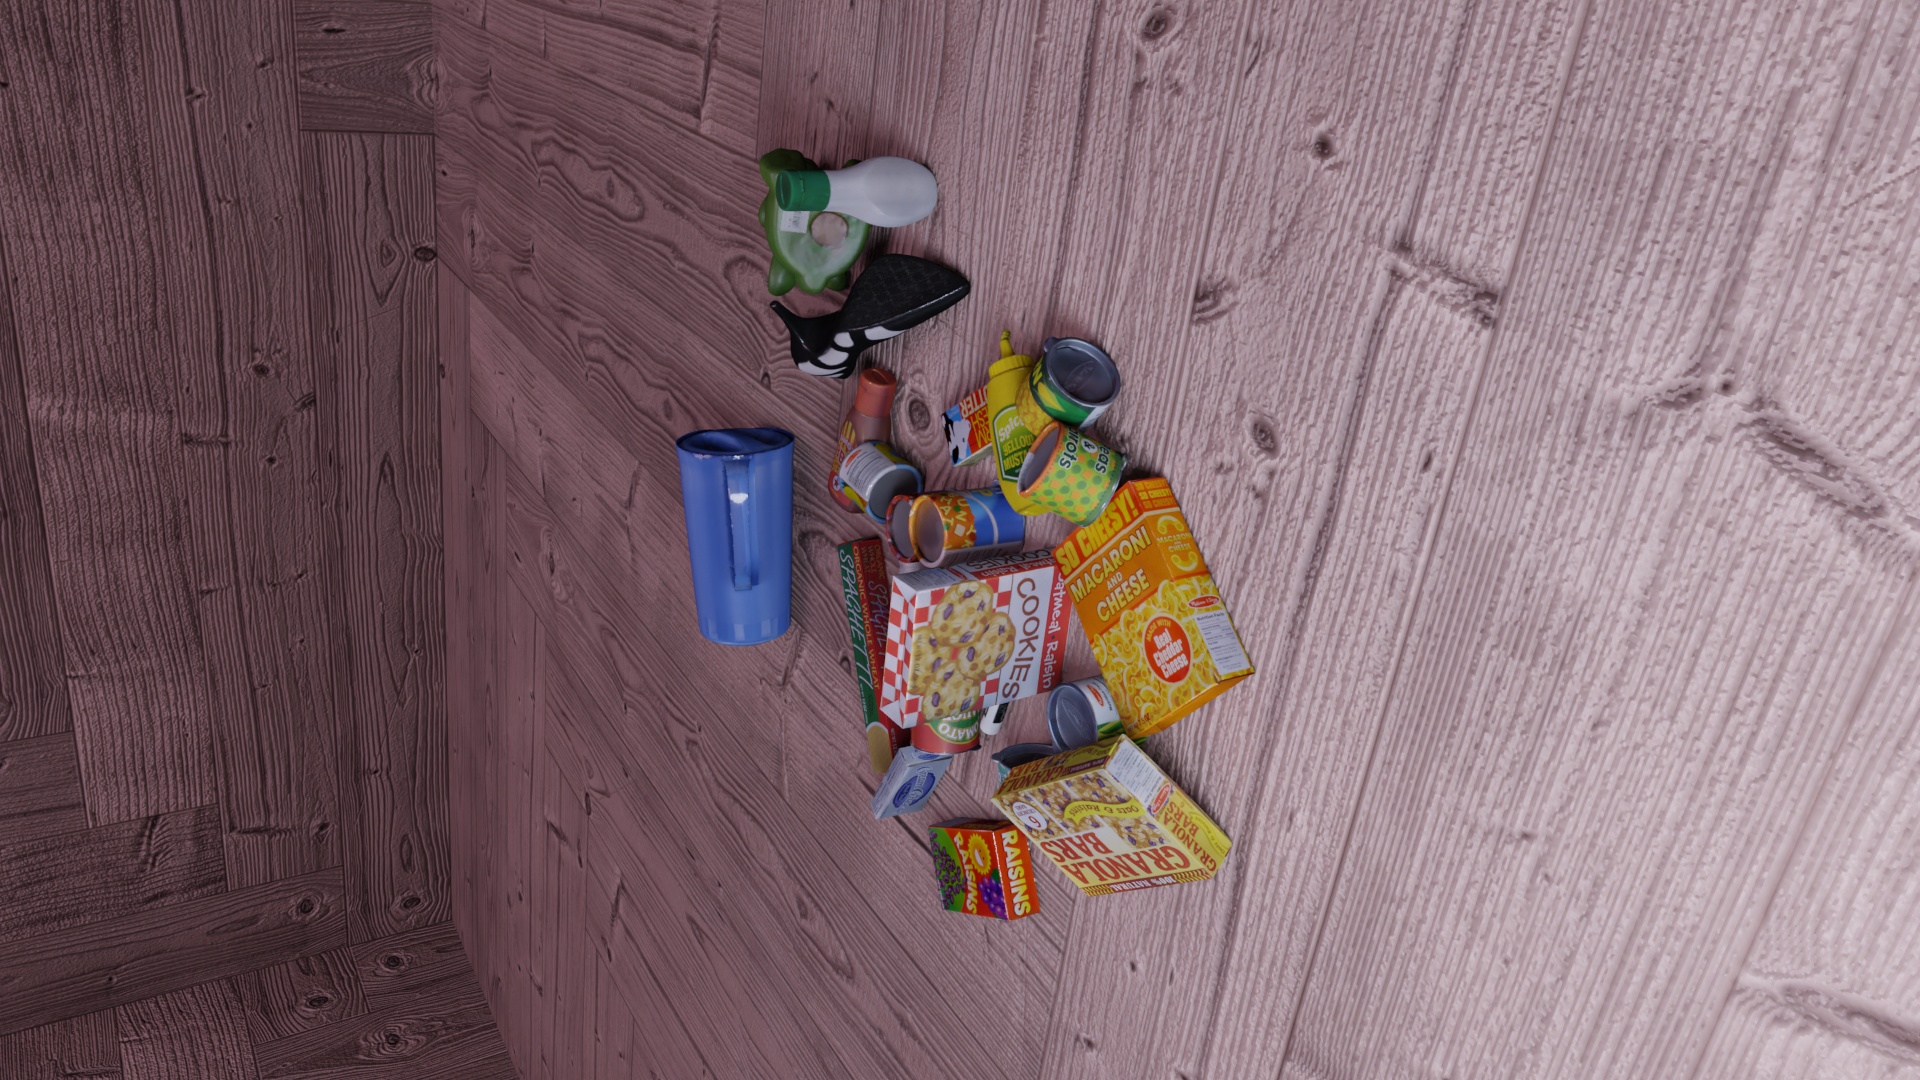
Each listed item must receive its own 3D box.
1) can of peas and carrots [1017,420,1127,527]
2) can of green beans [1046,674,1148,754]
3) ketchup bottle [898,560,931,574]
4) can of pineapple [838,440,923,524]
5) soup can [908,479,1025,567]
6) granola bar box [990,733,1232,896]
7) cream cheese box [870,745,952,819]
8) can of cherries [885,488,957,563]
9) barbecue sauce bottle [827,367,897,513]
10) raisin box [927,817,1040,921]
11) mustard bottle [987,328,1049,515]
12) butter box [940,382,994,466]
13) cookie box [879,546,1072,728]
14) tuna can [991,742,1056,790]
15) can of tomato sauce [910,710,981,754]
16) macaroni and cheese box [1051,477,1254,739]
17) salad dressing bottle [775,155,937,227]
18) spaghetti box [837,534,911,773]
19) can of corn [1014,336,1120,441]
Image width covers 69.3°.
[{"bbox_3d":[0.085,-0.053,1.073,0.070,0.059,0.071,-57,16,26],"label":"can of peas and carrots"},{"bbox_3d":[0.112,0.142,1.122,0.071,0.058,0.071,18,112,55],"label":"can of green beans"},{"bbox_3d":[-0.043,0.084,1.360,0.065,0.043,0.148,-111,22,-75],"label":"ketchup bottle"},{"bbox_3d":[-0.077,-0.056,1.371,0.058,0.071,0.070,41,129,46],"label":"can of pineapple"},{"bbox_3d":[0.004,-0.015,1.232,0.071,0.084,0.071,18,111,55],"label":"soup can"},{"bbox_3d":[0.116,0.220,1.096,0.124,0.039,0.165,46,147,-9],"label":"granola bar box"},{"bbox_3d":[-0.050,0.242,1.402,0.024,0.053,0.103,61,142,32],"label":"cream cheese box"},{"bbox_3d":[-0.032,-0.013,1.312,0.071,0.058,0.071,18,111,54],"label":"can of cherries"},{"bbox_3d":[-0.097,-0.103,1.410,0.065,0.044,0.147,51,136,41],"label":"barbecue sauce bottle"},{"bbox_3d":[0.021,0.311,1.319,0.123,0.040,0.086,-16,82,59],"label":"raisin box"},{"bbox_3d":[0.053,-0.103,1.160,0.065,0.049,0.160,-22,76,30],"label":"mustard bottle"},{"bbox_3d":[0.022,-0.106,1.241,0.103,0.024,0.053,-28,74,56],"label":"butter box"},{"bbox_3d":[0.017,0.078,1.156,0.040,0.168,0.122,31,122,47],"label":"cookie box"},{"bbox_3d":[0.062,0.203,1.202,0.071,0.071,0.032,22,116,54],"label":"tuna can"},{"bbox_3d":[-0.013,0.153,1.313,0.071,0.071,0.083,18,111,55],"label":"can of tomato sauce"},{"bbox_3d":[0.144,0.053,1.069,0.123,0.040,0.167,-46,59,51],"label":"macaroni and cheese box"},{"bbox_3d":[-0.094,-0.317,1.260,0.044,0.148,0.064,-1,96,58],"label":"salad dressing bottle"},{"bbox_3d":[-0.088,0.120,1.459,0.050,0.029,0.250,-11,87,57],"label":"spaghetti box"},{"bbox_3d":[0.082,-0.120,1.102,0.058,0.071,0.071,-50,56,50],"label":"can of corn"}]
